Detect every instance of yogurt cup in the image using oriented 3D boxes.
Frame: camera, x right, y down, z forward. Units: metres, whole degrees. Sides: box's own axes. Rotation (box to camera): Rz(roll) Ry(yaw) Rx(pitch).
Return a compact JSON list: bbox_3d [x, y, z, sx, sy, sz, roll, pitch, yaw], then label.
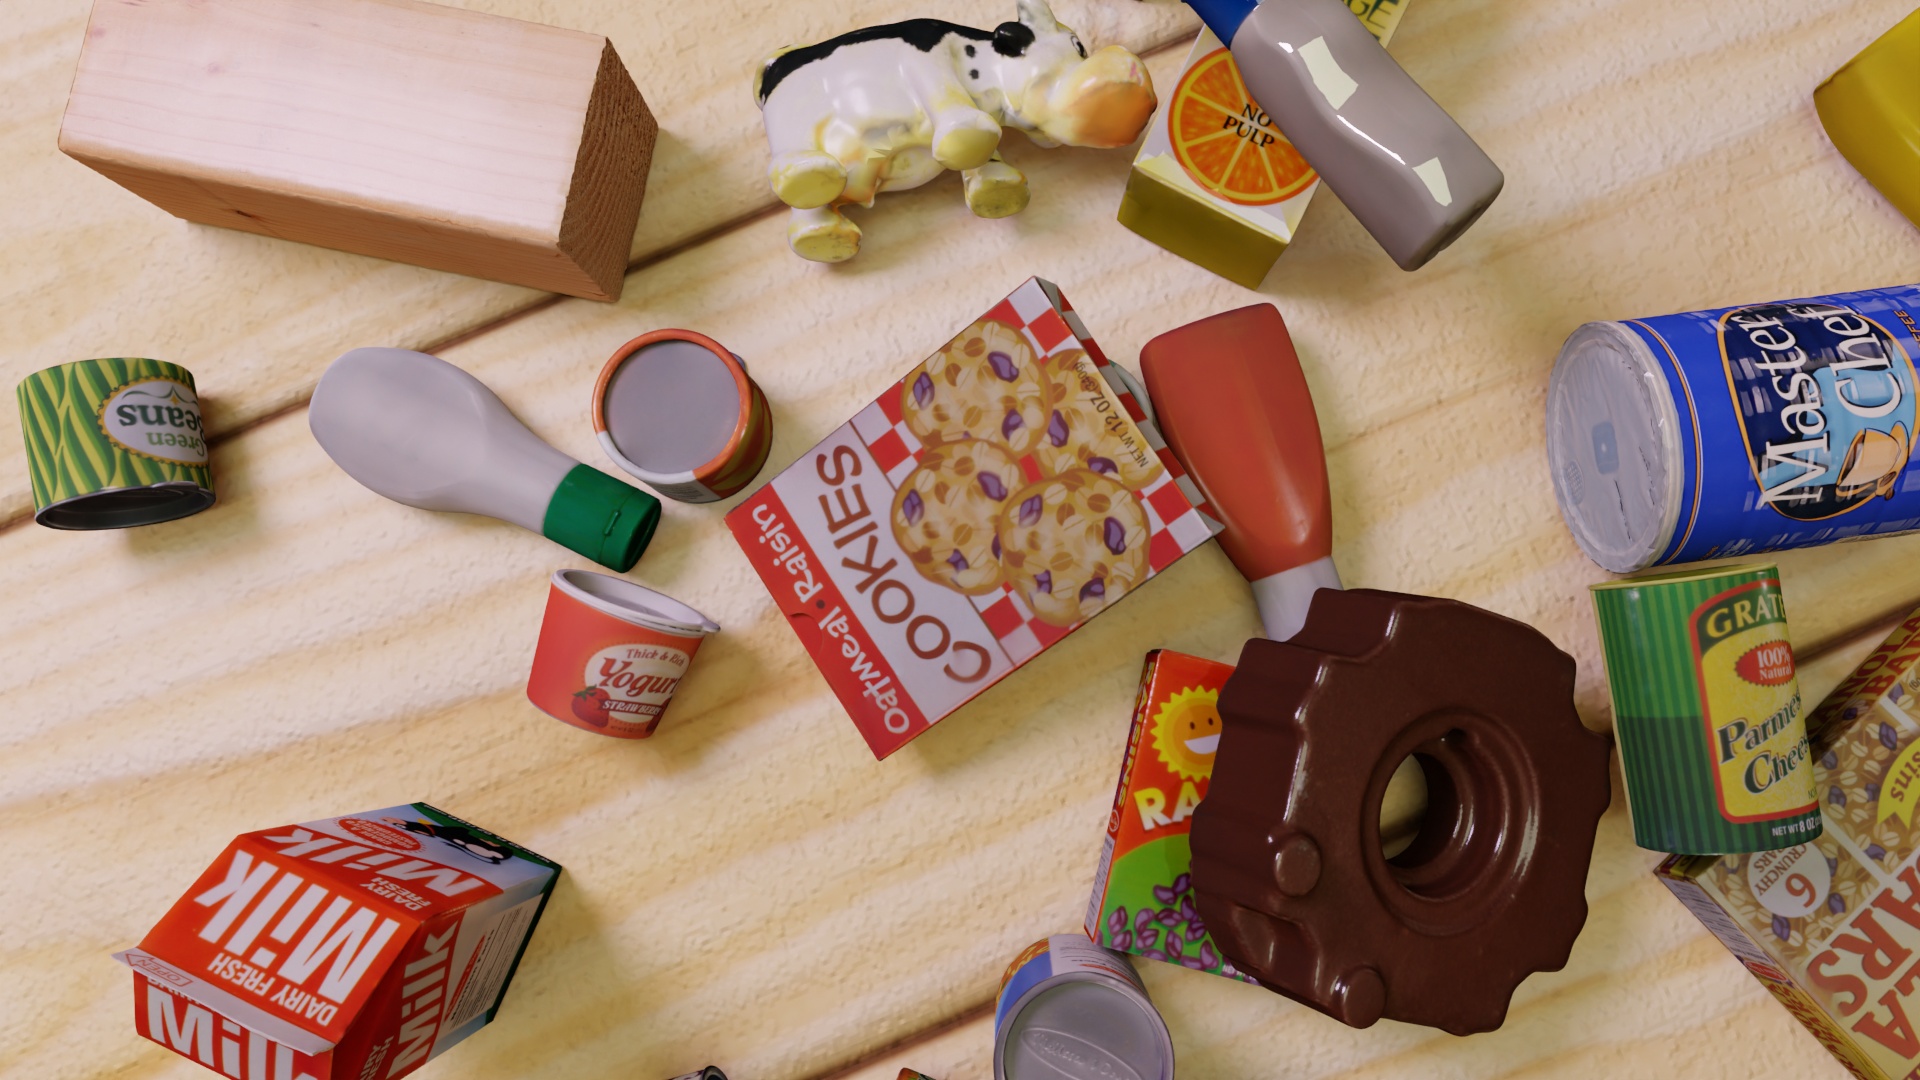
[{"bbox_3d":[-0.145,0.048,0.577,0.072,0.072,0.054,21,93,3],"label":"yogurt cup"}]

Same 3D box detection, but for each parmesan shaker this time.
[{"bbox_3d":[0.289,0.063,0.538,0.071,0.071,0.103,-9,86,0],"label":"parmesan shaker"}]

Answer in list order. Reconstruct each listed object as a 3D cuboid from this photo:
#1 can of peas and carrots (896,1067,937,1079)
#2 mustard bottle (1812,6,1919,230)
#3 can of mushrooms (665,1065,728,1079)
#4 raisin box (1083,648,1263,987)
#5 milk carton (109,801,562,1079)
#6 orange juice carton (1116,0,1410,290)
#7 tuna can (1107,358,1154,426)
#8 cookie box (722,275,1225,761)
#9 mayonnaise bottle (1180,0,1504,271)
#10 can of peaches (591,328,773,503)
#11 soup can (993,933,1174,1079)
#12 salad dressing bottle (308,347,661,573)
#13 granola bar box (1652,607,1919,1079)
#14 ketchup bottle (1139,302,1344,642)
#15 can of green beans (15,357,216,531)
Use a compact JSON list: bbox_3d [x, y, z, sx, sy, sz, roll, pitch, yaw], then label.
[{"bbox_3d":[-0.007,0.249,0.550,0.059,0.071,0.071,20,84,4],"label":"can of peas and carrots"},{"bbox_3d":[0.443,-0.152,0.597,0.065,0.049,0.160,-37,85,-3],"label":"mustard bottle"},{"bbox_3d":[-0.107,0.247,0.549,0.033,0.071,0.071,-16,84,1],"label":"can of mushrooms"},{"bbox_3d":[0.108,0.114,0.577,0.086,0.040,0.123,13,85,2],"label":"raisin box"},{"bbox_3d":[-0.219,0.148,0.502,0.072,0.190,0.073,23,85,3],"label":"milk carton"},{"bbox_3d":[0.143,-0.215,0.598,0.073,0.071,0.193,27,85,3],"label":"orange juice carton"},{"bbox_3d":[0.047,-0.046,0.599,0.071,0.033,0.071,0,83,1],"label":"tuna can"},{"bbox_3d":[0.002,-0.007,0.567,0.167,0.040,0.123,-36,83,16],"label":"cookie box"},{"bbox_3d":[0.140,-0.172,0.527,0.041,0.064,0.148,-37,82,-1],"label":"mayonnaise bottle"},{"bbox_3d":[-0.116,-0.054,0.591,0.071,0.058,0.071,0,84,1],"label":"can of peaches"},{"bbox_3d":[0.045,0.197,0.545,0.071,0.083,0.071,0,84,1],"label":"soup can"},{"bbox_3d":[-0.203,-0.032,0.598,0.148,0.044,0.064,26,84,3],"label":"salad dressing bottle"},{"bbox_3d":[0.394,0.126,0.570,0.165,0.039,0.124,-43,85,-4],"label":"granola bar box"},{"bbox_3d":[0.128,-0.023,0.590,0.065,0.043,0.149,-18,84,-2],"label":"ketchup bottle"},{"bbox_3d":[-0.357,-0.040,0.589,0.071,0.071,0.058,-14,83,0],"label":"can of green beans"}]
